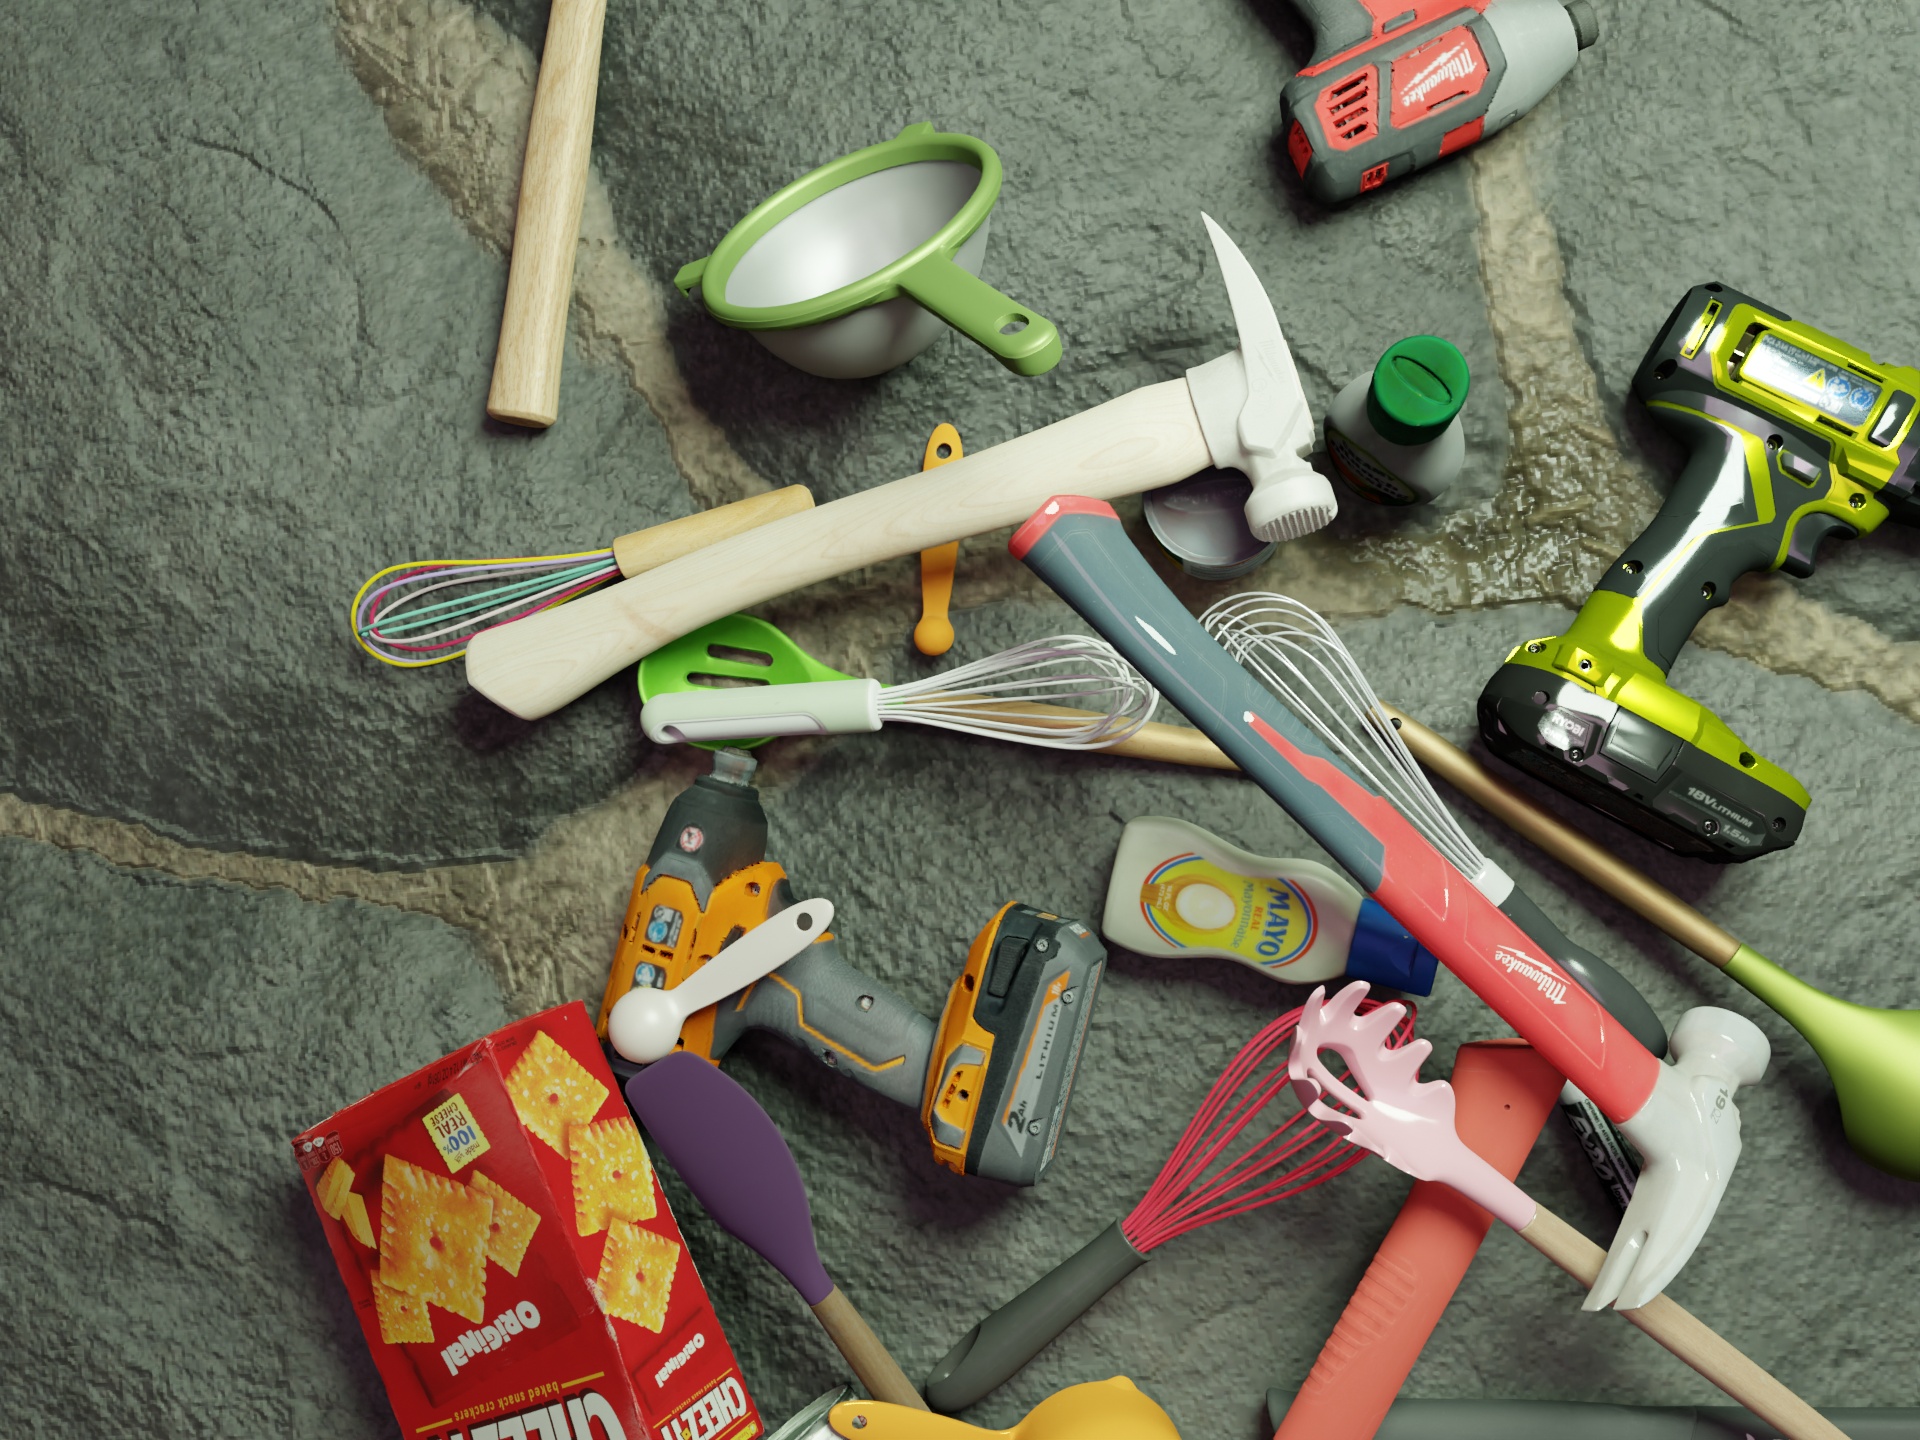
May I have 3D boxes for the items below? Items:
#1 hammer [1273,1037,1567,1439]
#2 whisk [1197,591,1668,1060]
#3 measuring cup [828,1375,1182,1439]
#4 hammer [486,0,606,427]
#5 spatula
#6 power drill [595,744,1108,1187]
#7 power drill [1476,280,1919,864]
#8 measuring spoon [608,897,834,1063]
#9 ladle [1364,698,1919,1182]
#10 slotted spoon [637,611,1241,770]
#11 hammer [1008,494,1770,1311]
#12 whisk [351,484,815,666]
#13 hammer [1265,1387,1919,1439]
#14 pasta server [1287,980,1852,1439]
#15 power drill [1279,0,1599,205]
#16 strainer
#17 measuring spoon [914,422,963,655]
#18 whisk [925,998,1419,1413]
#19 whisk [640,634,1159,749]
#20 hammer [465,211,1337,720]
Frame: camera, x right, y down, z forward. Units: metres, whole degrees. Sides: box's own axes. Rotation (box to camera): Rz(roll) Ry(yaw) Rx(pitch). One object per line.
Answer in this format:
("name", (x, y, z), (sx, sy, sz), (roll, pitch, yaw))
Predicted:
("hammer", (0.169, 0.300, 0.679), (0.149, 0.036, 0.359), (32, 85, 0))
("whisk", (0.210, 0.052, 0.712), (0.284, 0.070, 0.070), (45, 95, 1))
("measuring cup", (0.026, 0.338, 0.706), (0.173, 0.052, 0.095), (18, 87, -10))
("hammer", (-0.205, -0.316, 0.814), (0.130, 0.031, 0.331), (8, 89, 9))
("spatula", (-0.047, 0.283, 0.730), (0.060, 0.018, 0.316), (-32, 96, 22))
("power drill", (-0.052, 0.112, 0.744), (0.226, 0.084, 0.164), (14, 90, 14))
("power drill", (0.343, -0.057, 0.690), (0.171, 0.080, 0.223), (30, 89, 10))
("measuring spoon", (-0.109, 0.114, 0.712), (0.124, 0.018, 0.034), (-34, 76, 11))
("ladle", (0.317, 0.088, 0.709), (0.320, 0.062, 0.078), (37, 96, 16))
("slotted spoon", (-0.001, -0.002, 0.768), (0.314, 0.031, 0.070), (8, 89, 8))
("hammer", (0.160, 0.060, 0.642), (0.386, 0.038, 0.143), (43, 60, -1))
("whisk", (-0.192, -0.078, 0.795), (0.245, 0.051, 0.047), (-16, 79, 5))
("hammer", (0.304, 0.310, 0.697), (0.335, 0.035, 0.146), (-3, 87, 9))
("pasta server", (0.257, 0.218, 0.651), (0.316, 0.040, 0.060), (37, 57, -1))
("power drill", (0.190, -0.363, 0.732), (0.143, 0.078, 0.220), (-22, 87, 8))
("strainer", (-0.017, -0.183, 0.711), (0.151, 0.069, 0.257), (-35, 41, -8))
("measuring spoon", (-0.011, -0.090, 0.776), (0.021, 0.011, 0.117), (2, 82, 8))
("whisk", (0.094, 0.224, 0.726), (0.296, 0.073, 0.073), (-42, 82, 10))
("whisk", (-0.032, -0.007, 0.737), (0.246, 0.057, 0.059), (-4, 55, 11))
("hammer", (-0.048, -0.095, 0.731), (0.410, 0.038, 0.146), (-17, 75, 14))
